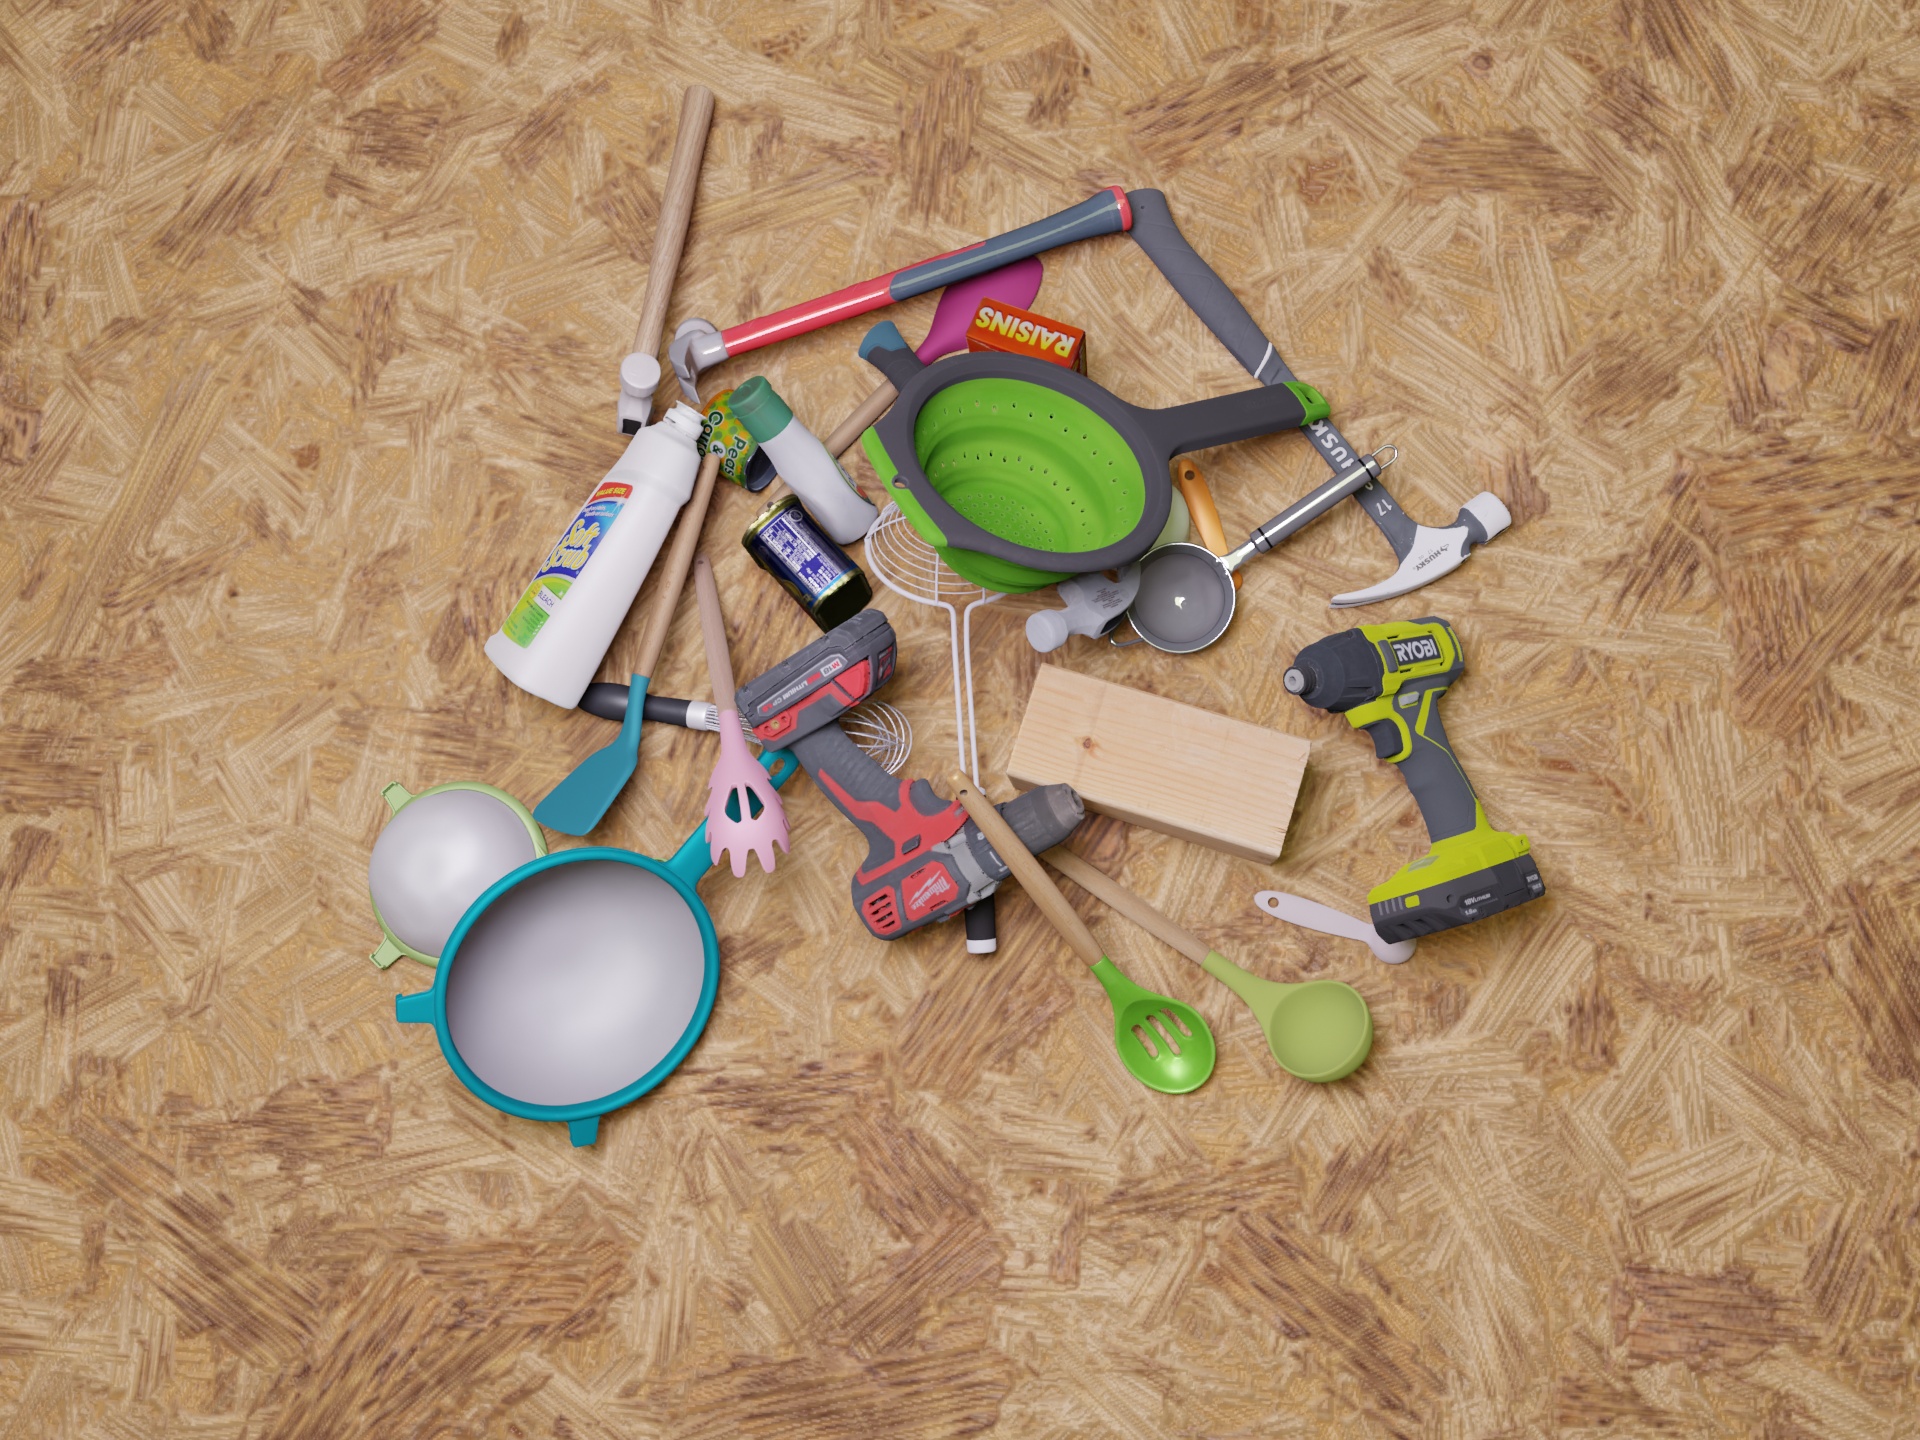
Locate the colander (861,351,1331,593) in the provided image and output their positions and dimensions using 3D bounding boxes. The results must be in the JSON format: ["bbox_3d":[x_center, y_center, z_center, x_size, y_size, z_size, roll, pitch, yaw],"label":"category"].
[{"bbox_3d":[0.107,-0.179,1.168,0.397,0.094,0.205,-17,62,-29],"label":"colander"}]

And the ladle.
[{"bbox_3d":[0.162,0.159,1.188,0.320,0.062,0.078,34,77,14],"label":"ladle"}]

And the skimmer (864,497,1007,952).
[{"bbox_3d":[-0.002,-0.004,1.242,0.127,0.090,0.363,-3,87,-13],"label":"skimmer"}]

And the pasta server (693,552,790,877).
[{"bbox_3d":[-0.179,-0.017,1.206,0.060,0.040,0.317,-8,47,-10],"label":"pasta server"}]

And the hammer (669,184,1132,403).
[{"bbox_3d":[-0.046,-0.345,1.272,0.386,0.143,0.038,-19,118,1],"label":"hammer"}]

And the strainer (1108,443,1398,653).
[{"bbox_3d":[0.225,-0.132,1.223,0.258,0.050,0.087,-34,85,11],"label":"strainer"}]

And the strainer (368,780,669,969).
[{"bbox_3d":[-0.354,0.118,1.245,0.256,0.069,0.151,-1,79,8],"label":"strainer"}]

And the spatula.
[{"bbox_3d":[-0.248,-0.062,1.239,0.082,0.044,0.317,12,83,46],"label":"spatula"}]

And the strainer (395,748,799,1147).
[{"bbox_3d":[-0.254,0.137,1.205,0.340,0.095,0.210,-49,120,-11],"label":"strainer"}]

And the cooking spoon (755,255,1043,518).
[{"bbox_3d":[-0.053,-0.278,1.313,0.069,0.017,0.319,43,86,12],"label":"cooking spoon"}]

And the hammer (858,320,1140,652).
[{"bbox_3d":[0.020,-0.193,1.234,0.128,0.033,0.331,-21,63,-34],"label":"hammer"}]

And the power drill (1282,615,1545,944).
[{"bbox_3d":[0.321,0.039,1.147,0.171,0.080,0.223,-10,77,-38],"label":"power drill"}]

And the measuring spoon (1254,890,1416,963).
[{"bbox_3d":[0.281,0.151,1.193,0.124,0.018,0.034,17,82,10],"label":"measuring spoon"}]

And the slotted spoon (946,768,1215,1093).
[{"bbox_3d":[0.084,0.151,1.137,0.070,0.031,0.313,-32,111,14],"label":"slotted spoon"}]

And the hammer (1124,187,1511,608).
[{"bbox_3d":[0.250,-0.269,1.270,0.149,0.036,0.409,-36,77,0],"label":"hammer"}]

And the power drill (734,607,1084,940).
[{"bbox_3d":[-0.036,0.032,1.151,0.188,0.080,0.226,-30,95,21],"label":"power drill"}]

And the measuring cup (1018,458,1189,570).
[{"bbox_3d":[0.107,-0.183,1.266,0.167,0.038,0.083,34,85,9],"label":"measuring cup"}]

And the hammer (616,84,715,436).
[{"bbox_3d":[-0.244,-0.384,1.318,0.031,0.130,0.331,12,69,-13],"label":"hammer"}]

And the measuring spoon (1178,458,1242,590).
[{"bbox_3d":[0.198,-0.156,1.265,0.021,0.011,0.117,-19,78,2],"label":"measuring spoon"}]

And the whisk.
[{"bbox_3d":[-0.176,0.002,1.256,0.284,0.070,0.070,8,80,13],"label":"whisk"}]
